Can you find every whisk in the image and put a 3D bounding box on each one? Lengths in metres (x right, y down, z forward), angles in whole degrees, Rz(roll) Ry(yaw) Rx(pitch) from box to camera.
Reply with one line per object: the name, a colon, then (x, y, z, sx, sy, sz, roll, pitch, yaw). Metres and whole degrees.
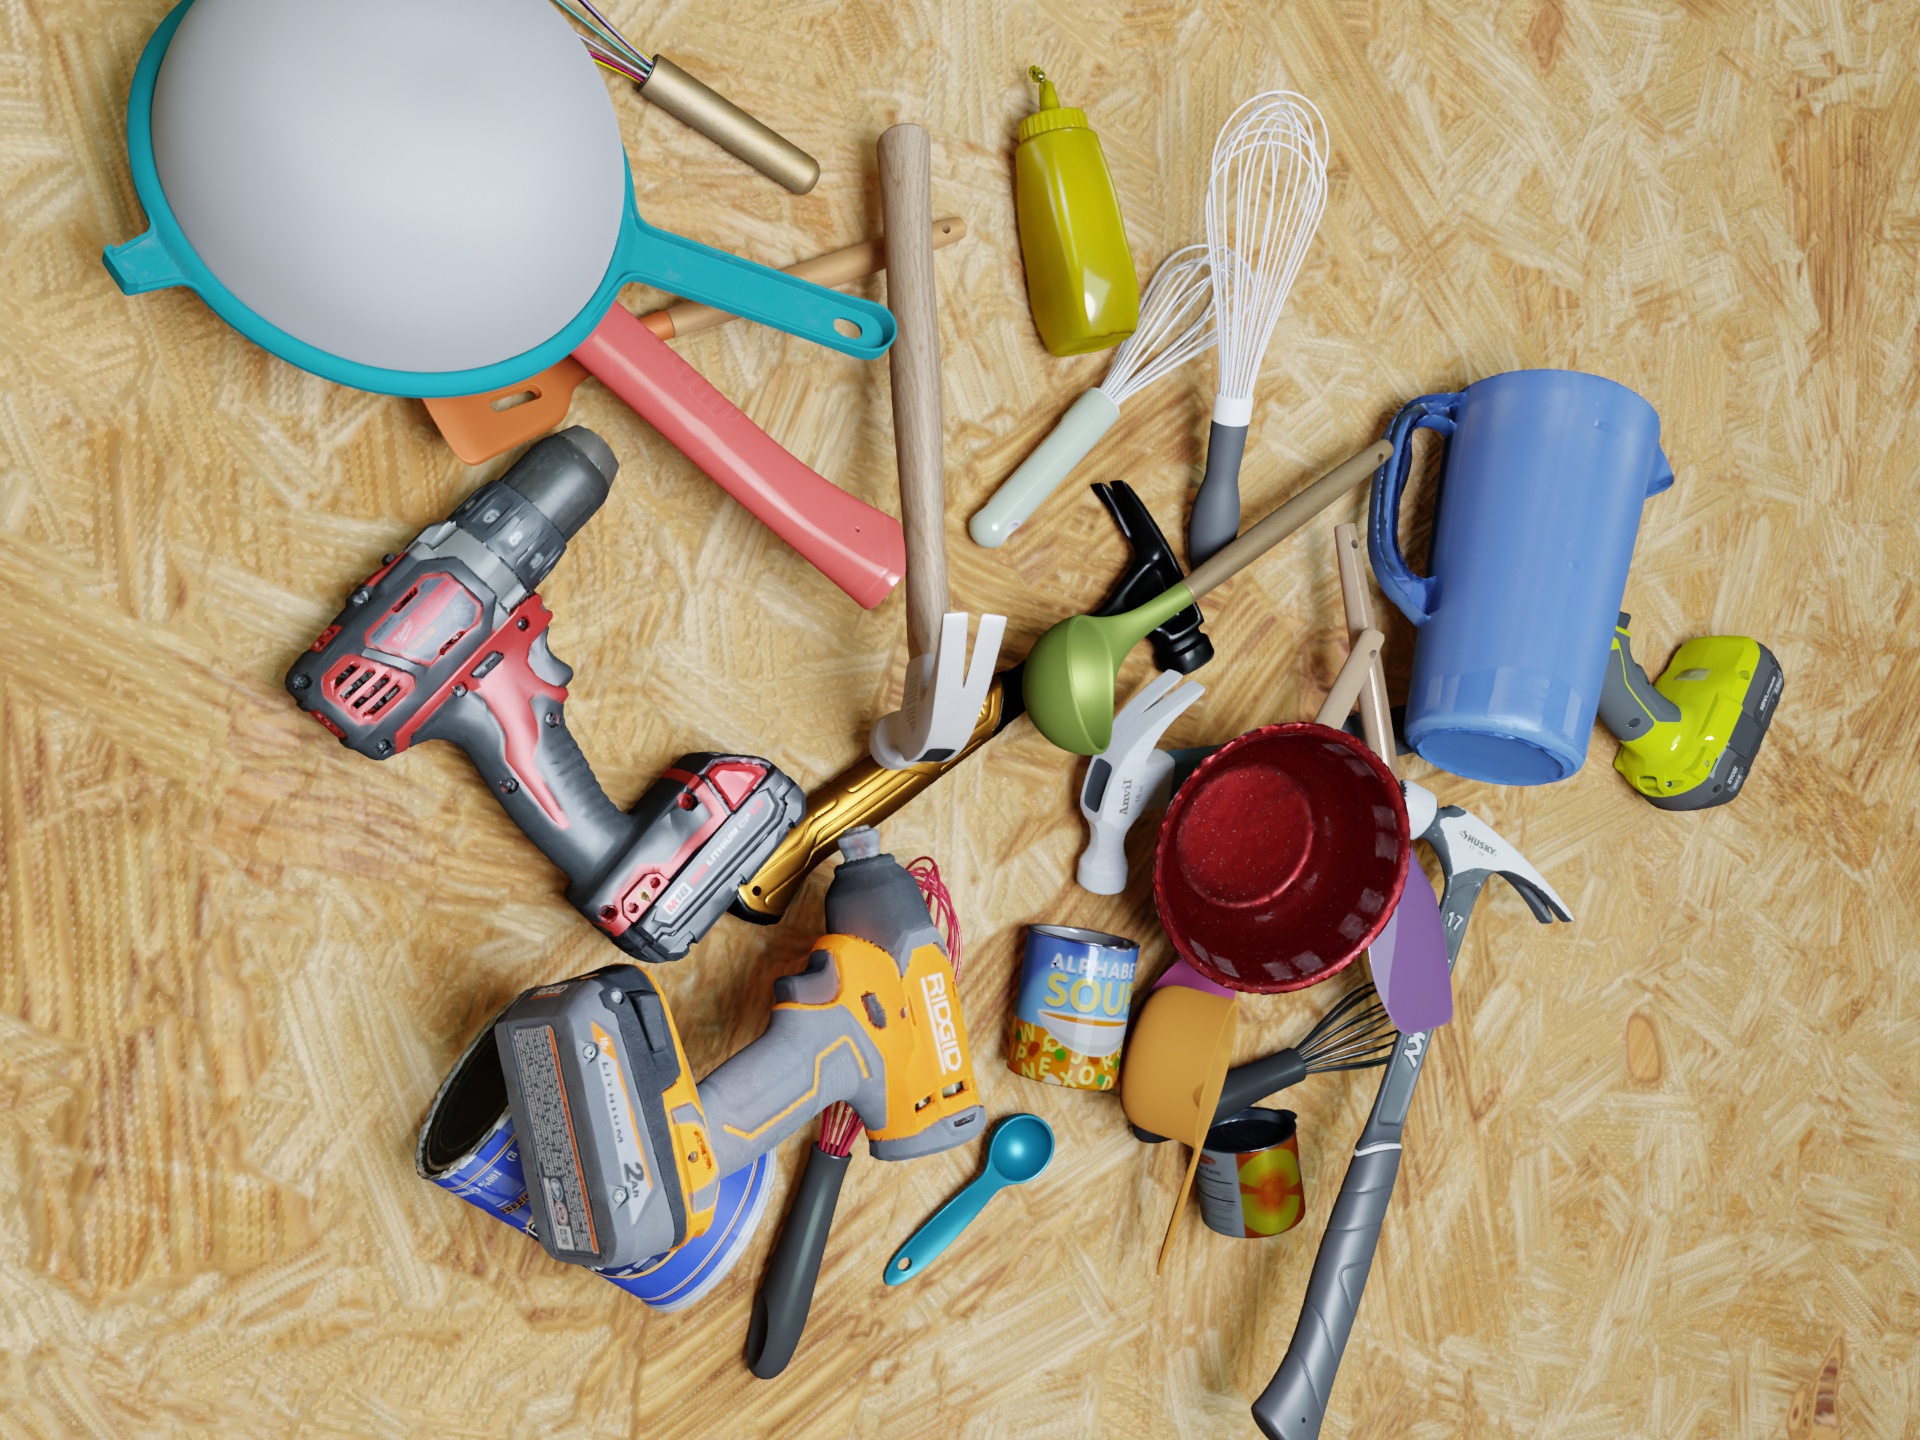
whisk: (-0.171, -0.334, 0.780, 0.244, 0.051, 0.047, 26, 75, -30)
whisk: (0.211, 0.218, 1.016, 0.239, 0.055, 0.055, -17, 101, -22)
whisk: (-0.064, 0.214, 0.861, 0.073, 0.073, 0.296, 18, 90, -28)
whisk: (0.162, -0.211, 0.912, 0.070, 0.070, 0.284, -13, 124, -27)
whisk: (0.087, -0.191, 0.929, 0.059, 0.057, 0.246, 38, 76, 11)

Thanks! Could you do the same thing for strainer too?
strainer: (-0.171, -0.234, 0.685, 0.340, 0.095, 0.211, 15, 71, -22)

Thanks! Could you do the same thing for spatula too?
spatula: (0.259, 0.035, 0.978, 0.059, 0.018, 0.316, -8, 89, -24)
spatula: (-0.125, -0.212, 0.811, 0.322, 0.041, 0.081, -27, 92, -26)

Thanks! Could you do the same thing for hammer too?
hammer: (-0.172, -0.173, 0.745, 0.359, 0.037, 0.149, 41, 63, -13)
hammer: (-0.021, -0.145, 0.813, 0.031, 0.130, 0.331, 0, 82, -21)
hammer: (0.217, 0.020, 1.002, 0.331, 0.033, 0.128, -9, 116, -31)
hammer: (-0.001, -0.003, 0.894, 0.337, 0.034, 0.127, -36, 110, -22)
hammer: (0.267, 0.247, 0.982, 0.149, 0.036, 0.409, 28, 72, -14)

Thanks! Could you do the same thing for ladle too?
ladle: (0.157, -0.085, 0.924, 0.320, 0.062, 0.078, -35, 122, -25)

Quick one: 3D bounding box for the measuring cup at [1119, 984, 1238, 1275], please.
measuring cup: (0.117, 0.239, 0.934, 0.095, 0.052, 0.173, -14, 119, -70)

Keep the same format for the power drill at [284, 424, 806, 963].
power drill: (-0.181, -0.012, 0.776, 0.226, 0.080, 0.188, 46, 72, -20)

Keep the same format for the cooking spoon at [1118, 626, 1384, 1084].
cooking spoon: (0.180, 0.088, 0.972, 0.068, 0.017, 0.319, 24, 95, -28)

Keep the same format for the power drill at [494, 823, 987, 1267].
power drill: (-0.092, 0.143, 0.738, 0.226, 0.084, 0.164, -10, 85, -44)

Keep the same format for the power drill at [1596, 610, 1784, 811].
power drill: (0.473, -0.050, 1.124, 0.223, 0.080, 0.171, 34, 77, -22)

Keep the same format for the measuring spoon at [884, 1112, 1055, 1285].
measuring spoon: (0.001, 0.277, 0.925, 0.128, 0.021, 0.042, -42, 112, -10)
